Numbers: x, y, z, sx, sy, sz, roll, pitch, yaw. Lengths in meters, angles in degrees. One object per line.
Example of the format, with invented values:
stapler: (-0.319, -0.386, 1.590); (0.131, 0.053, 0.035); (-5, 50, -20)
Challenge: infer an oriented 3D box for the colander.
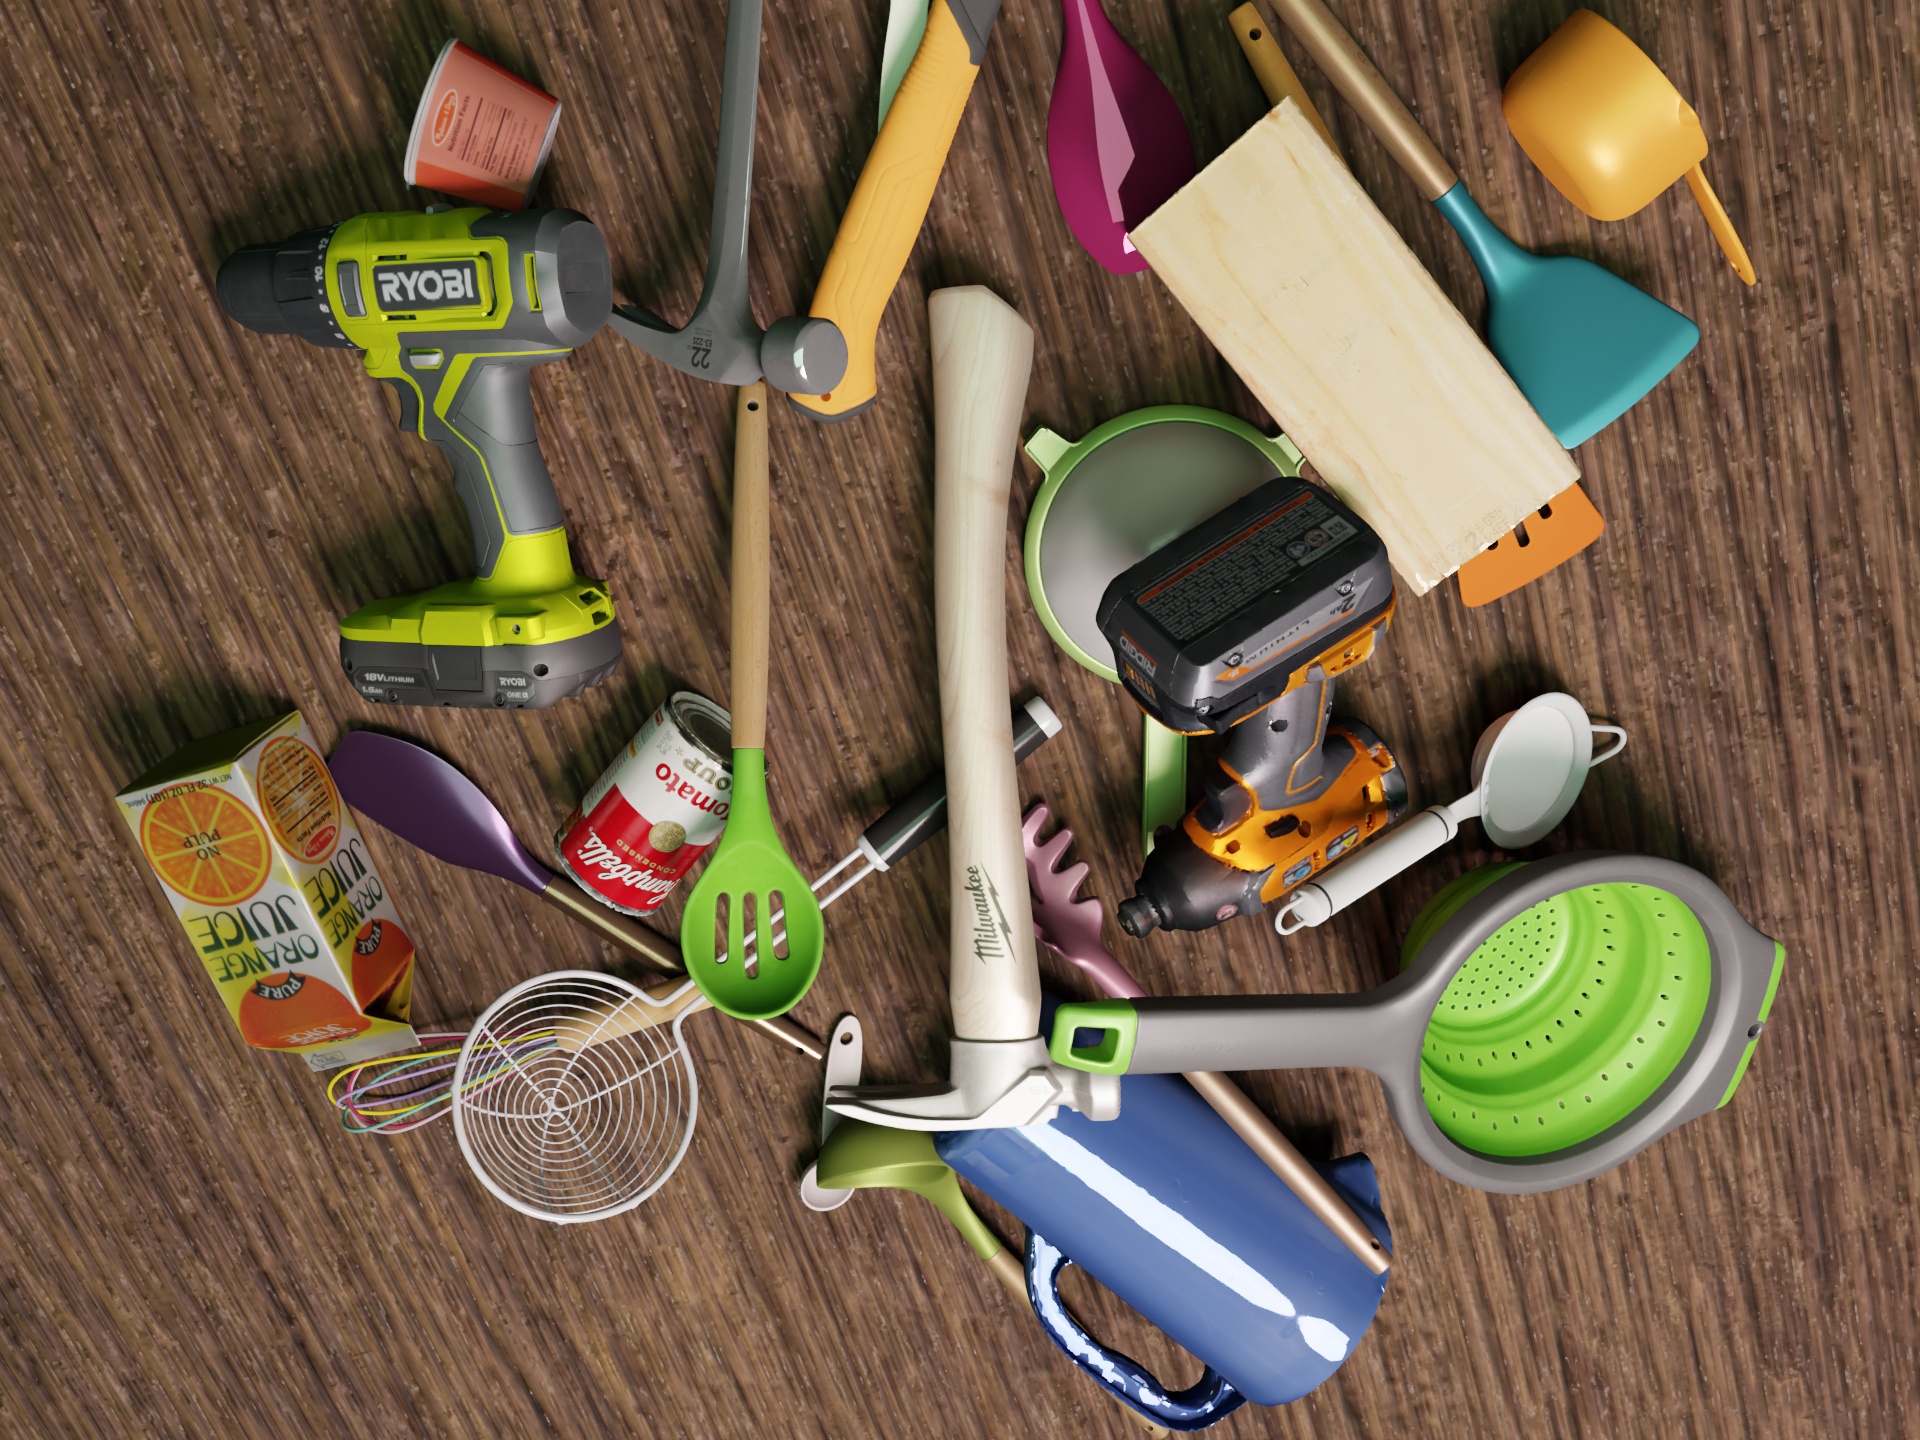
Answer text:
colander: (0.226, 0.140, 0.828); (0.397, 0.095, 0.204); (2, 113, -16)

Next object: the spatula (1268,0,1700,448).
spatula: (0.215, -0.269, 0.743); (0.082, 0.044, 0.317); (-42, 104, 14)

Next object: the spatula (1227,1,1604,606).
spatula: (0.215, -0.201, 0.779); (0.081, 0.041, 0.322); (-31, 103, 10)

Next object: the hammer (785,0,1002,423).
hammer: (-0.016, -0.289, 0.707); (0.127, 0.034, 0.336); (16, 118, -17)

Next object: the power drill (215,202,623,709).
power drill: (-0.254, -0.127, 0.762); (0.190, 0.080, 0.228); (2, 109, 16)

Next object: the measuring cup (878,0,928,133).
measuring cup: (-0.023, -0.332, 0.725); (0.083, 0.038, 0.167); (4, 119, -4)

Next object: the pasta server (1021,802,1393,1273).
pasta server: (0.119, 0.171, 0.848); (0.316, 0.060, 0.040); (47, 140, 5)

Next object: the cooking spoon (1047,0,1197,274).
cooking spoon: (0.044, -0.362, 0.721); (0.069, 0.017, 0.318); (-17, 109, 5)

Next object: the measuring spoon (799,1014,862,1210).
measuring spoon: (-0.074, 0.227, 0.929); (0.034, 0.018, 0.124); (2, 104, -24)

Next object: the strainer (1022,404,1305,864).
strainer: (0.109, -0.028, 0.811); (0.151, 0.069, 0.256); (-1, 108, 0)

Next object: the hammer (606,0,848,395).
hammer: (-0.096, -0.353, 0.692); (0.144, 0.035, 0.405); (15, 105, 36)

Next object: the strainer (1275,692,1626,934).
strainer: (0.245, 0.048, 0.806); (0.258, 0.050, 0.086); (-25, 119, -32)

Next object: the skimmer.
skimmer: (-0.093, 0.109, 0.814); (0.363, 0.090, 0.127); (-38, 91, 0)

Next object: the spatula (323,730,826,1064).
spatula: (-0.206, 0.103, 0.880); (0.315, 0.018, 0.059); (35, 116, -11)

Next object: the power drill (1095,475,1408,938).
power drill: (0.133, 0.012, 0.760); (0.164, 0.084, 0.226); (-32, 140, -10)

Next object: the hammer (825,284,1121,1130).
hammer: (-0.001, -0.002, 0.783); (0.146, 0.038, 0.410); (-2, 94, 0)

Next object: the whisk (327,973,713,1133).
whisk: (-0.242, 0.180, 0.885); (0.245, 0.051, 0.047); (-19, 107, 9)

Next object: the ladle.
ladle: (0.030, 0.341, 0.943); (0.078, 0.062, 0.320); (-24, 115, 34)

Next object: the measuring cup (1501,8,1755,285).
measuring cup: (0.315, -0.247, 0.742); (0.052, 0.095, 0.173); (-40, 124, 18)

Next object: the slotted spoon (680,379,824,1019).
slotted spoon: (-0.103, -0.012, 0.785); (0.070, 0.031, 0.314); (0, 88, -13)
